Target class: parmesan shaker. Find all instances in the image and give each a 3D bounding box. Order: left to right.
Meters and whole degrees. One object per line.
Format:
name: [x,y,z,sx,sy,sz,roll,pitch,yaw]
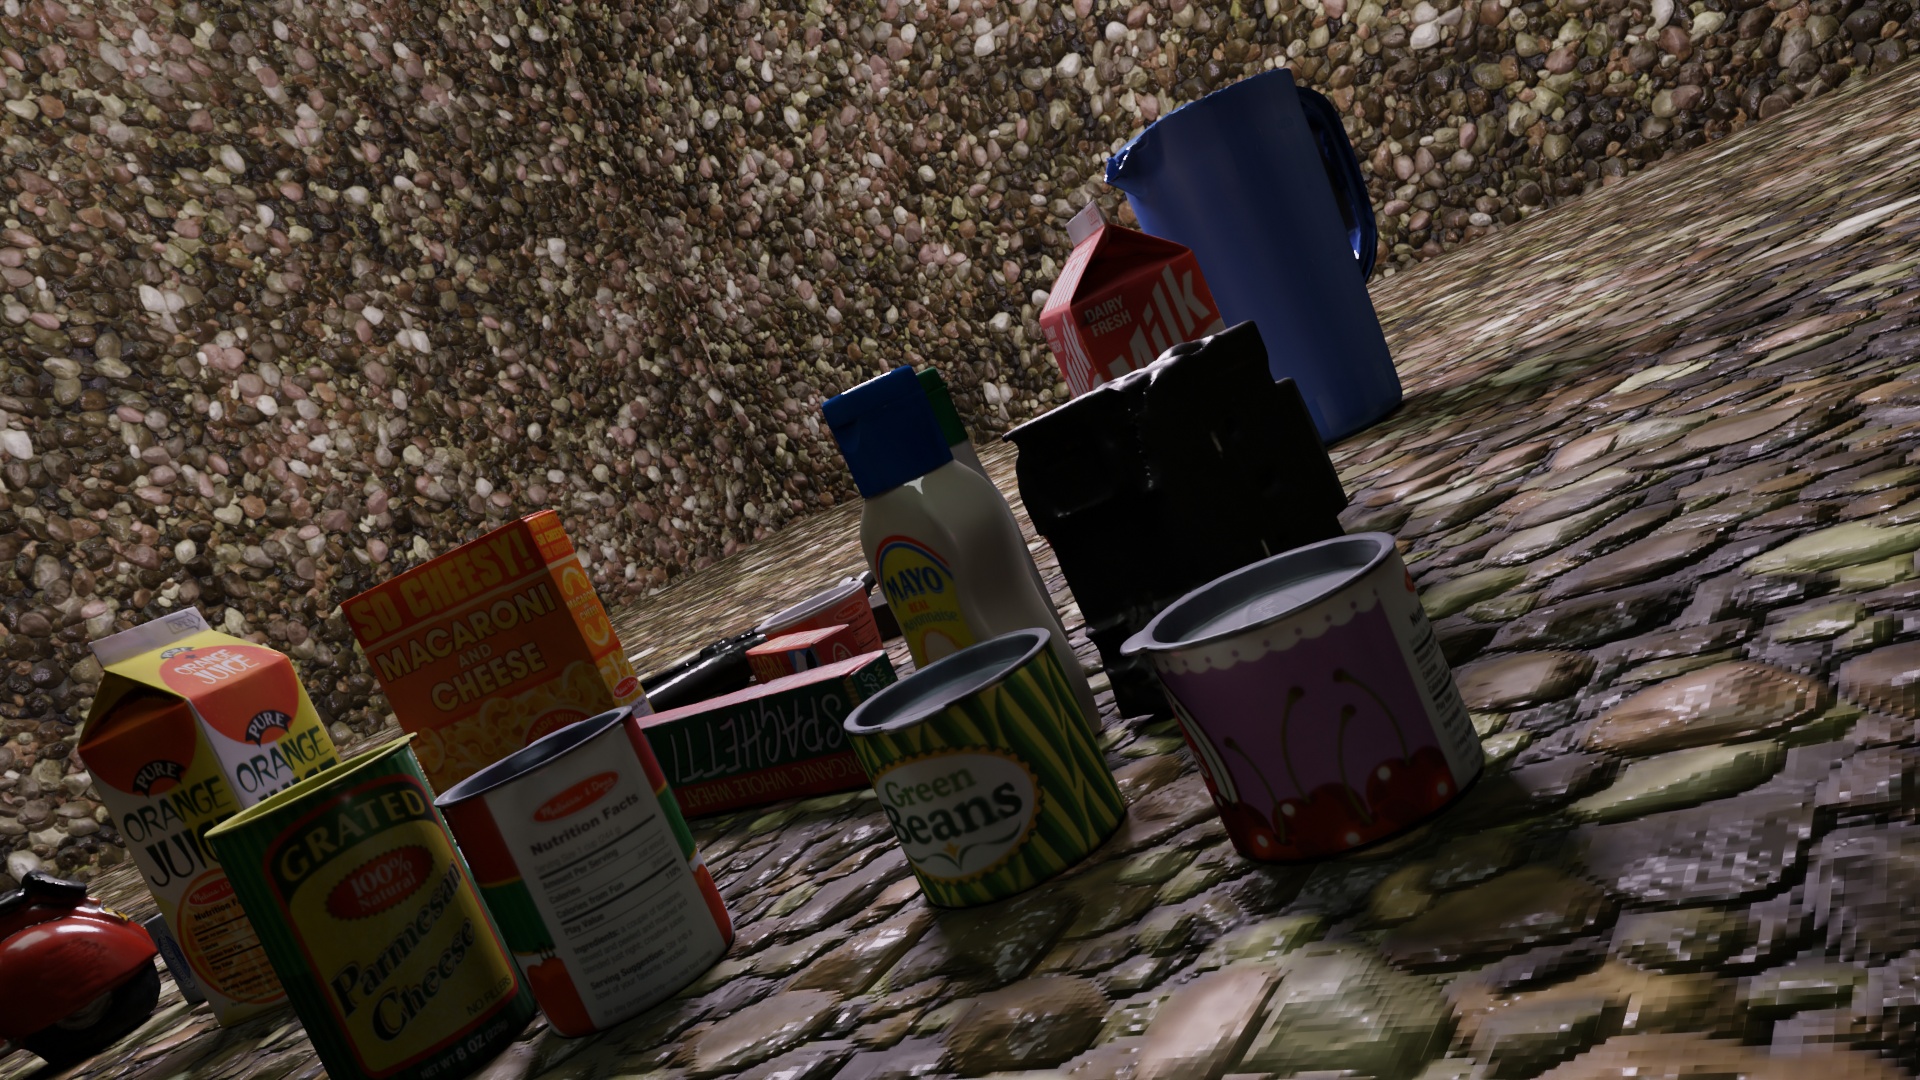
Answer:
parmesan shaker: [-0.190,0.125,0.460,0.071,0.103,0.071,-24,5,3]

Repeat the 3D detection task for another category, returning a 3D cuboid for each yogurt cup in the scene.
yogurt cup: [-0.079,0.061,0.837,0.072,0.054,0.072,-24,5,3]

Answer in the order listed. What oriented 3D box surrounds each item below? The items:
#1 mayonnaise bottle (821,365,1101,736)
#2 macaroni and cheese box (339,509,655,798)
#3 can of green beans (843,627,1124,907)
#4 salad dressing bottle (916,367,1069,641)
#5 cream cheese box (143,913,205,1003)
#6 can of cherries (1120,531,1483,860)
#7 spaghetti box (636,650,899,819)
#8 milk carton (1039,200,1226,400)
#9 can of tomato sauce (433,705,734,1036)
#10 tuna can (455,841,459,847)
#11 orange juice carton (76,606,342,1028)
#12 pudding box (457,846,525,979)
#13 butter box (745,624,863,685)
mayonnaise bottle: [-0.004,0.011,0.500,0.041,0.148,0.064,-29,7,-40]
macaroni and cheese box: [-0.245,0.083,0.762,0.123,0.166,0.040,-23,5,12]
can of green beans: [0.007,0.066,0.408,0.071,0.057,0.071,-24,5,3]
salad dressing bottle: [0.002,-0.008,0.660,0.044,0.147,0.064,-26,5,-12]
cream cheese box: [-0.408,0.215,0.800,0.024,0.053,0.104,-22,6,25]
can of cherries: [0.083,0.038,0.342,0.071,0.058,0.071,-24,5,3]
spaghetti box: [-0.112,0.099,0.643,0.249,0.050,0.029,-19,7,43]
milk carton: [0.101,-0.084,0.728,0.073,0.190,0.072,-25,5,-7]
can of tomato sauce: [-0.120,0.105,0.450,0.071,0.083,0.071,-24,5,3]
tuna can: [-0.213,0.150,0.684,0.071,0.033,0.071,-24,5,3]
orange juice carton: [-0.352,0.126,0.675,0.073,0.192,0.072,-23,5,15]
pudding box: [-0.171,0.138,0.530,0.030,0.049,0.083,-29,7,-40]
butter box: [-0.074,0.073,0.709,0.024,0.053,0.103,-27,6,-27]
